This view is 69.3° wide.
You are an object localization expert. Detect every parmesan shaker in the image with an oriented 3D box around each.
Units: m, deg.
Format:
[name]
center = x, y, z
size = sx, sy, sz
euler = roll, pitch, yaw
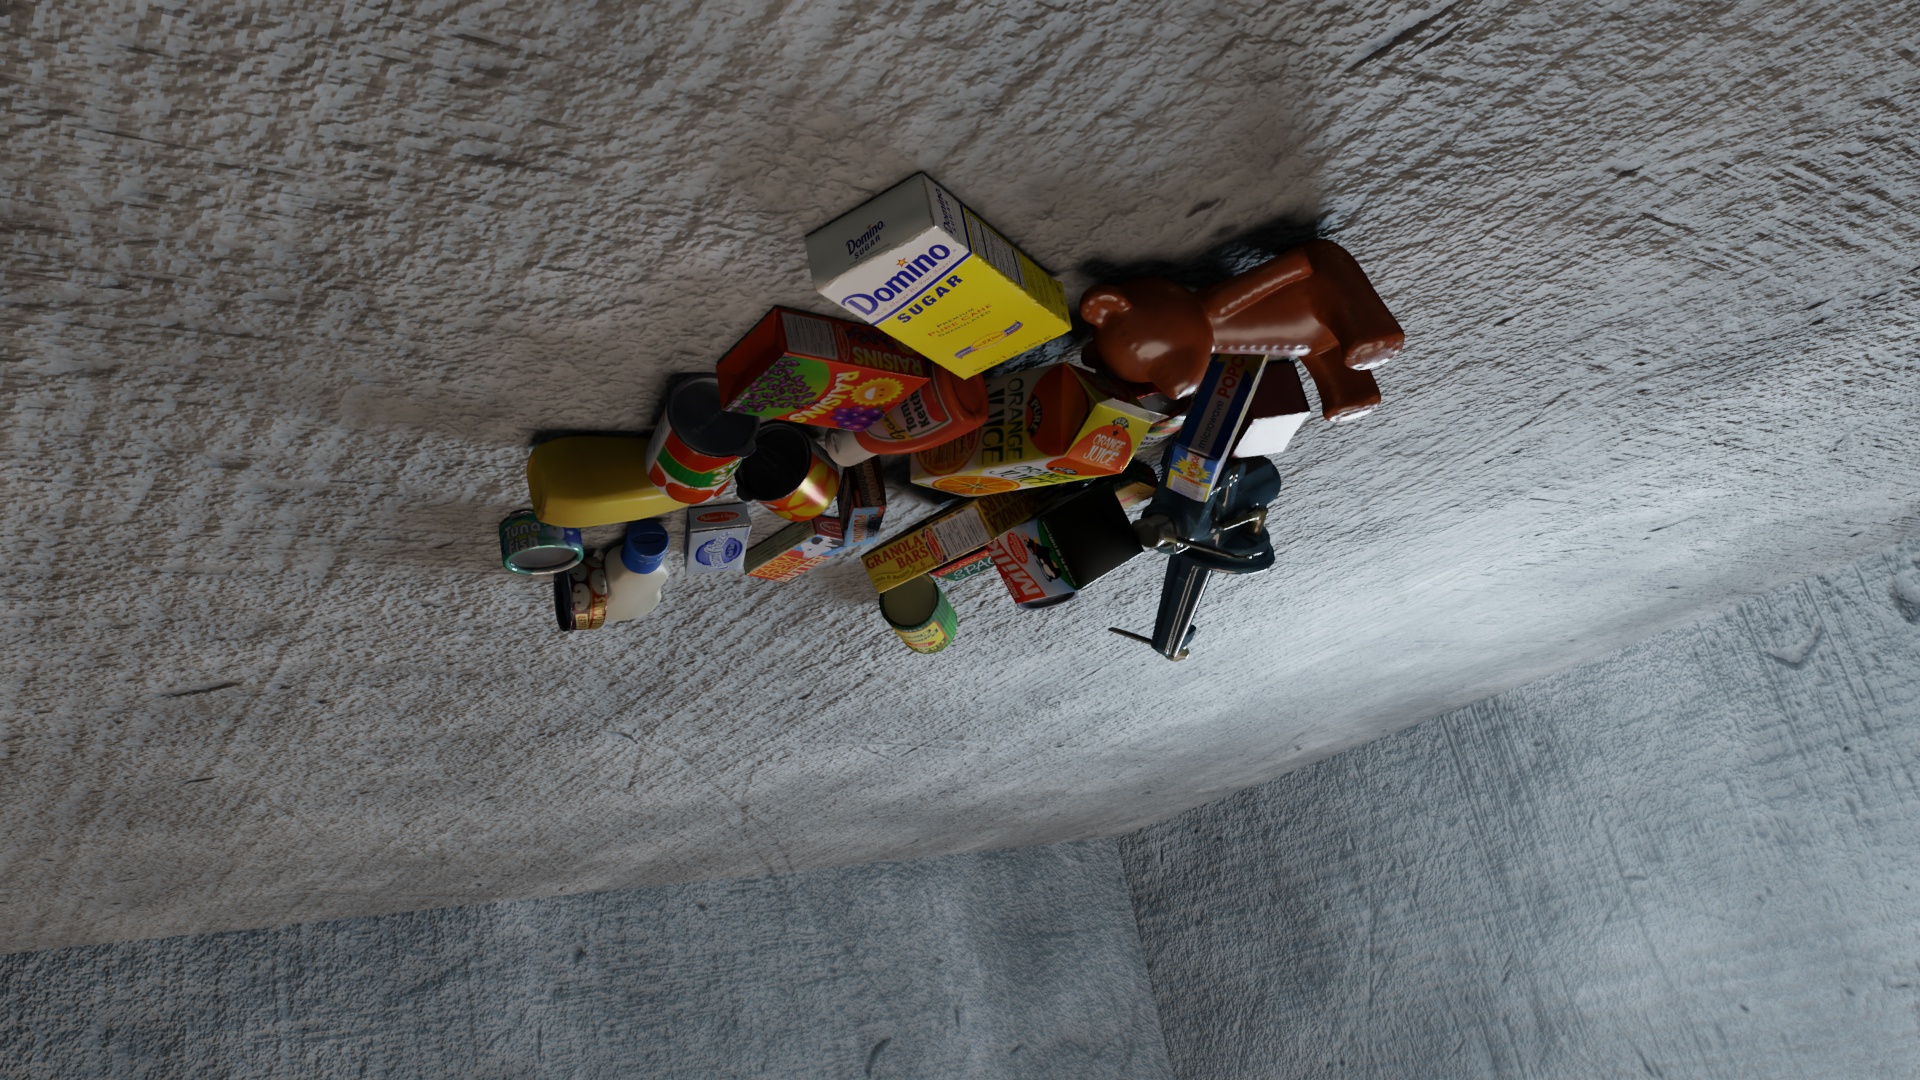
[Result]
[parmesan shaker]
center = -0.047, 0.077, 1.486
size = 0.071, 0.071, 0.103
euler = -15, 159, 6

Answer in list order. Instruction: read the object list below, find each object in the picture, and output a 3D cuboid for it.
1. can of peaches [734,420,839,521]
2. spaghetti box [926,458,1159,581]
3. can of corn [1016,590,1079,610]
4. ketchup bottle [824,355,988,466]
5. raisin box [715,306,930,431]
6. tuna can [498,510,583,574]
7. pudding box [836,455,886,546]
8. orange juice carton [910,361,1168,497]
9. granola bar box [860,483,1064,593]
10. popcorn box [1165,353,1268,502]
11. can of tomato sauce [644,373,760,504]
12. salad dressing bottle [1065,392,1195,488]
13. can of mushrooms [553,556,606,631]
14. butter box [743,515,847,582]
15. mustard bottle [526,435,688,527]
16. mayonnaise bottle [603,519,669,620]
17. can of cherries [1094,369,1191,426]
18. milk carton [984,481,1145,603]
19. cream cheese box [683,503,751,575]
[can of peaches]
center = -0.137, -0.052, 1.088
size = 0.071, 0.071, 0.058
euler = -18, 160, 14
[spaghetti box]
center = 0.076, -0.017, 1.360
size = 0.249, 0.029, 0.050
euler = -24, 157, 28
[can of corn]
center = 0.087, 0.035, 1.461
size = 0.071, 0.058, 0.071
euler = -11, 159, -4
[ketchup bottle]
center = -0.044, -0.094, 1.047
size = 0.044, 0.065, 0.148
euler = -11, 173, -45
[raisin box]
center = -0.097, -0.118, 0.979
size = 0.123, 0.040, 0.085
euler = 5, 153, -41
[tuna can]
center = -0.350, 0.002, 1.157
size = 0.071, 0.033, 0.071
euler = -11, 160, -4
[pudding box]
center = -0.085, -0.033, 1.195
size = 0.030, 0.050, 0.083
euler = -5, 159, -14
[orange juice carton]
center = 0.056, -0.083, 1.040
size = 0.192, 0.073, 0.072
euler = -8, 167, 40
[granola bar box]
center = 0.004, -0.015, 1.211
size = 0.124, 0.039, 0.166
euler = -25, -177, 29
[popcorn box]
center = 0.200, -0.103, 1.070
size = 0.038, 0.127, 0.085
euler = 22, 163, 12
[can of tomato sauce]
center = -0.187, -0.071, 1.008
size = 0.071, 0.071, 0.082
euler = -2, 158, -26
[salad dressing bottle]
center = 0.137, -0.091, 1.178
size = 0.064, 0.044, 0.147
euler = 1, 156, -34
[can of mushrooms]
center = -0.338, 0.049, 1.235
size = 0.033, 0.071, 0.070
euler = -2, 157, -29
[butter box]
center = -0.152, 0.008, 1.300
size = 0.103, 0.024, 0.053
euler = -28, 154, 35
[mustard bottle]
center = -0.242, -0.046, 1.052
size = 0.161, 0.065, 0.048
euler = -4, 154, -31
[mayonnaise bottle]
center = -0.293, 0.028, 1.250
size = 0.065, 0.041, 0.147
euler = -8, 159, -27
[can of cherries]
center = 0.141, -0.126, 1.068
size = 0.071, 0.058, 0.071
euler = -11, 160, -4
[milk carton]
center = 0.082, 0.007, 1.261
size = 0.074, 0.072, 0.190
euler = -29, -176, -21
[cream cheese box]
center = -0.218, 0.000, 1.241
size = 0.053, 0.024, 0.103
euler = -6, 159, -16
